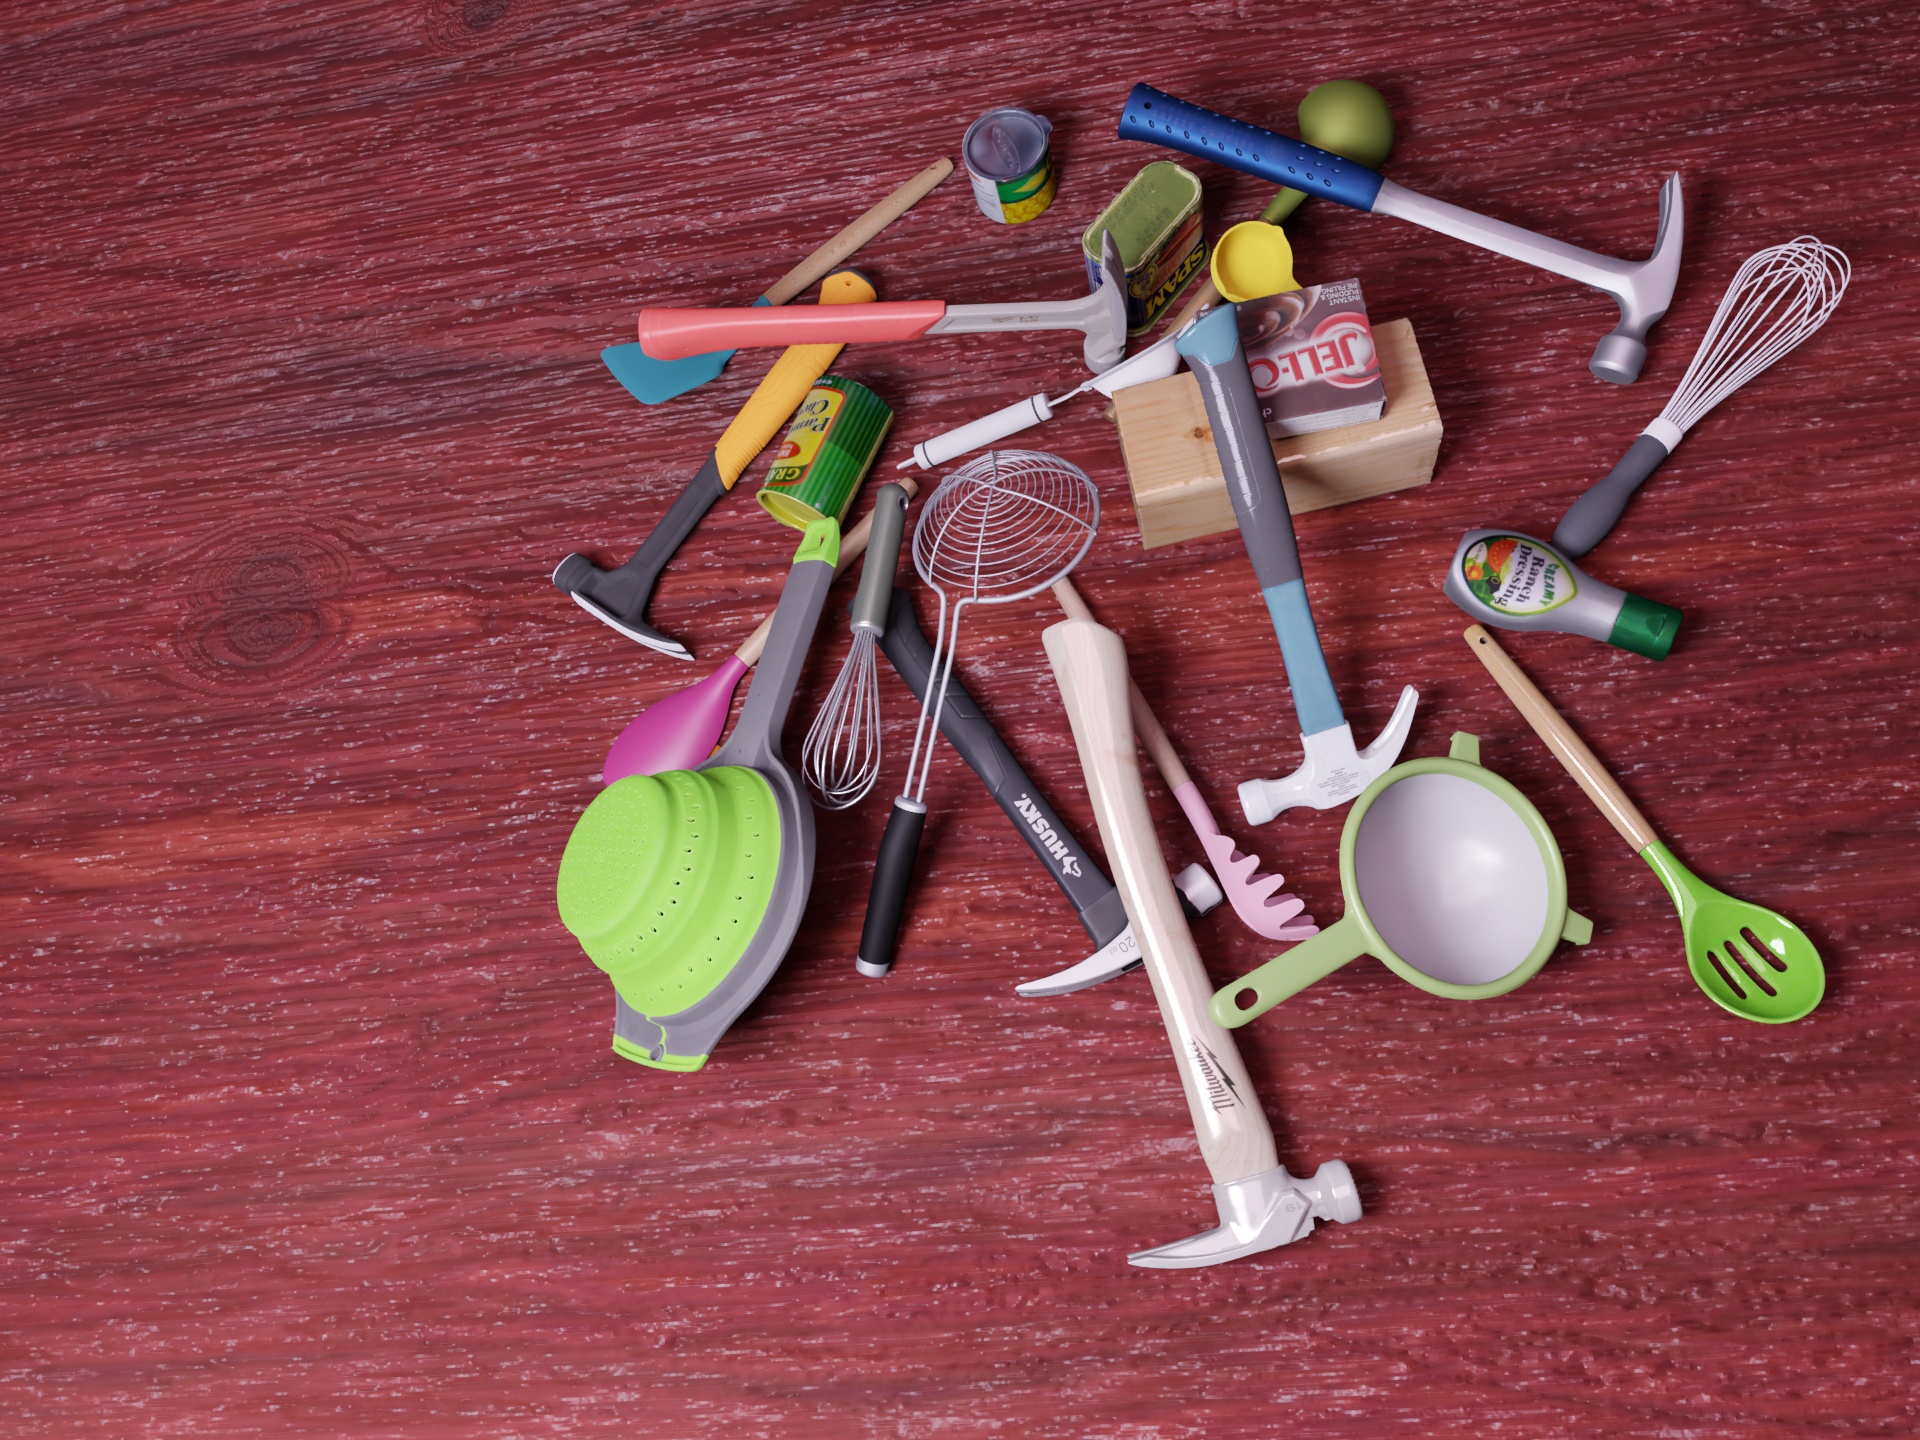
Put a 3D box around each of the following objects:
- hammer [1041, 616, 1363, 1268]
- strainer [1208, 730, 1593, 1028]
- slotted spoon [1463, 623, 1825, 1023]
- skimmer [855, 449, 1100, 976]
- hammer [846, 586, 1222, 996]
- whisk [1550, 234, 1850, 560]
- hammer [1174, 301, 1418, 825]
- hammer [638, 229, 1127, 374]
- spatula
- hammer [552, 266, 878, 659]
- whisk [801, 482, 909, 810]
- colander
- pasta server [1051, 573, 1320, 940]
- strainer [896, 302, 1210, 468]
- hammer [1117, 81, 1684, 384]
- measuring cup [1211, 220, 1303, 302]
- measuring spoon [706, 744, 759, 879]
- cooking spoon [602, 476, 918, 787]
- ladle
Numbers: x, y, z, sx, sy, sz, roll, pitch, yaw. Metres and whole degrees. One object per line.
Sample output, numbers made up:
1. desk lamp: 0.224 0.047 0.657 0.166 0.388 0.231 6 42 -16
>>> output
1. hammer: 0.118 0.132 1.011 0.146 0.038 0.411 -17 78 1
2. strainer: 0.252 0.126 0.983 0.256 0.069 0.151 -26 80 -18
3. slotted spoon: 0.425 0.059 1.018 0.070 0.031 0.314 -33 67 -1
4. skimmer: -0.002 -0.003 1.066 0.127 0.090 0.363 21 104 32
5. hammer: 0.021 0.036 1.098 0.146 0.035 0.335 -36 69 -3
6. whisk: 0.498 -0.217 1.080 0.070 0.070 0.284 40 88 20
7. hammer: 0.202 -0.102 1.025 0.128 0.033 0.331 -17 100 8
8. hammer: -0.059 -0.293 1.152 0.359 0.149 0.037 0 74 8
9. spatula: -0.134 -0.351 1.251 0.317 0.044 0.082 -39 57 -5
10. hammer: -0.164 -0.206 1.214 0.127 0.034 0.337 32 80 19
11. whisk: -0.067 -0.055 1.106 0.059 0.057 0.246 1 69 24
12. colander: -0.173 0.026 1.060 0.204 0.094 0.397 -2 65 47
13. pasta server: 0.144 0.019 1.078 0.040 0.060 0.316 -32 65 7
14. strainer: 0.068 -0.229 1.156 0.258 0.087 0.050 -19 101 20
15. hammer: 0.310 -0.376 1.133 0.405 0.035 0.144 23 91 8
16. measuring cup: 0.247 -0.299 1.155 0.156 0.029 0.062 38 93 -6
17. measuring spoon: -0.159 0.066 1.135 0.021 0.011 0.117 -26 68 2
18. cooking spoon: -0.144 -0.063 1.171 0.069 0.017 0.319 40 83 25
19. ladle: 0.211 -0.347 1.190 0.078 0.062 0.320 39 90 0
